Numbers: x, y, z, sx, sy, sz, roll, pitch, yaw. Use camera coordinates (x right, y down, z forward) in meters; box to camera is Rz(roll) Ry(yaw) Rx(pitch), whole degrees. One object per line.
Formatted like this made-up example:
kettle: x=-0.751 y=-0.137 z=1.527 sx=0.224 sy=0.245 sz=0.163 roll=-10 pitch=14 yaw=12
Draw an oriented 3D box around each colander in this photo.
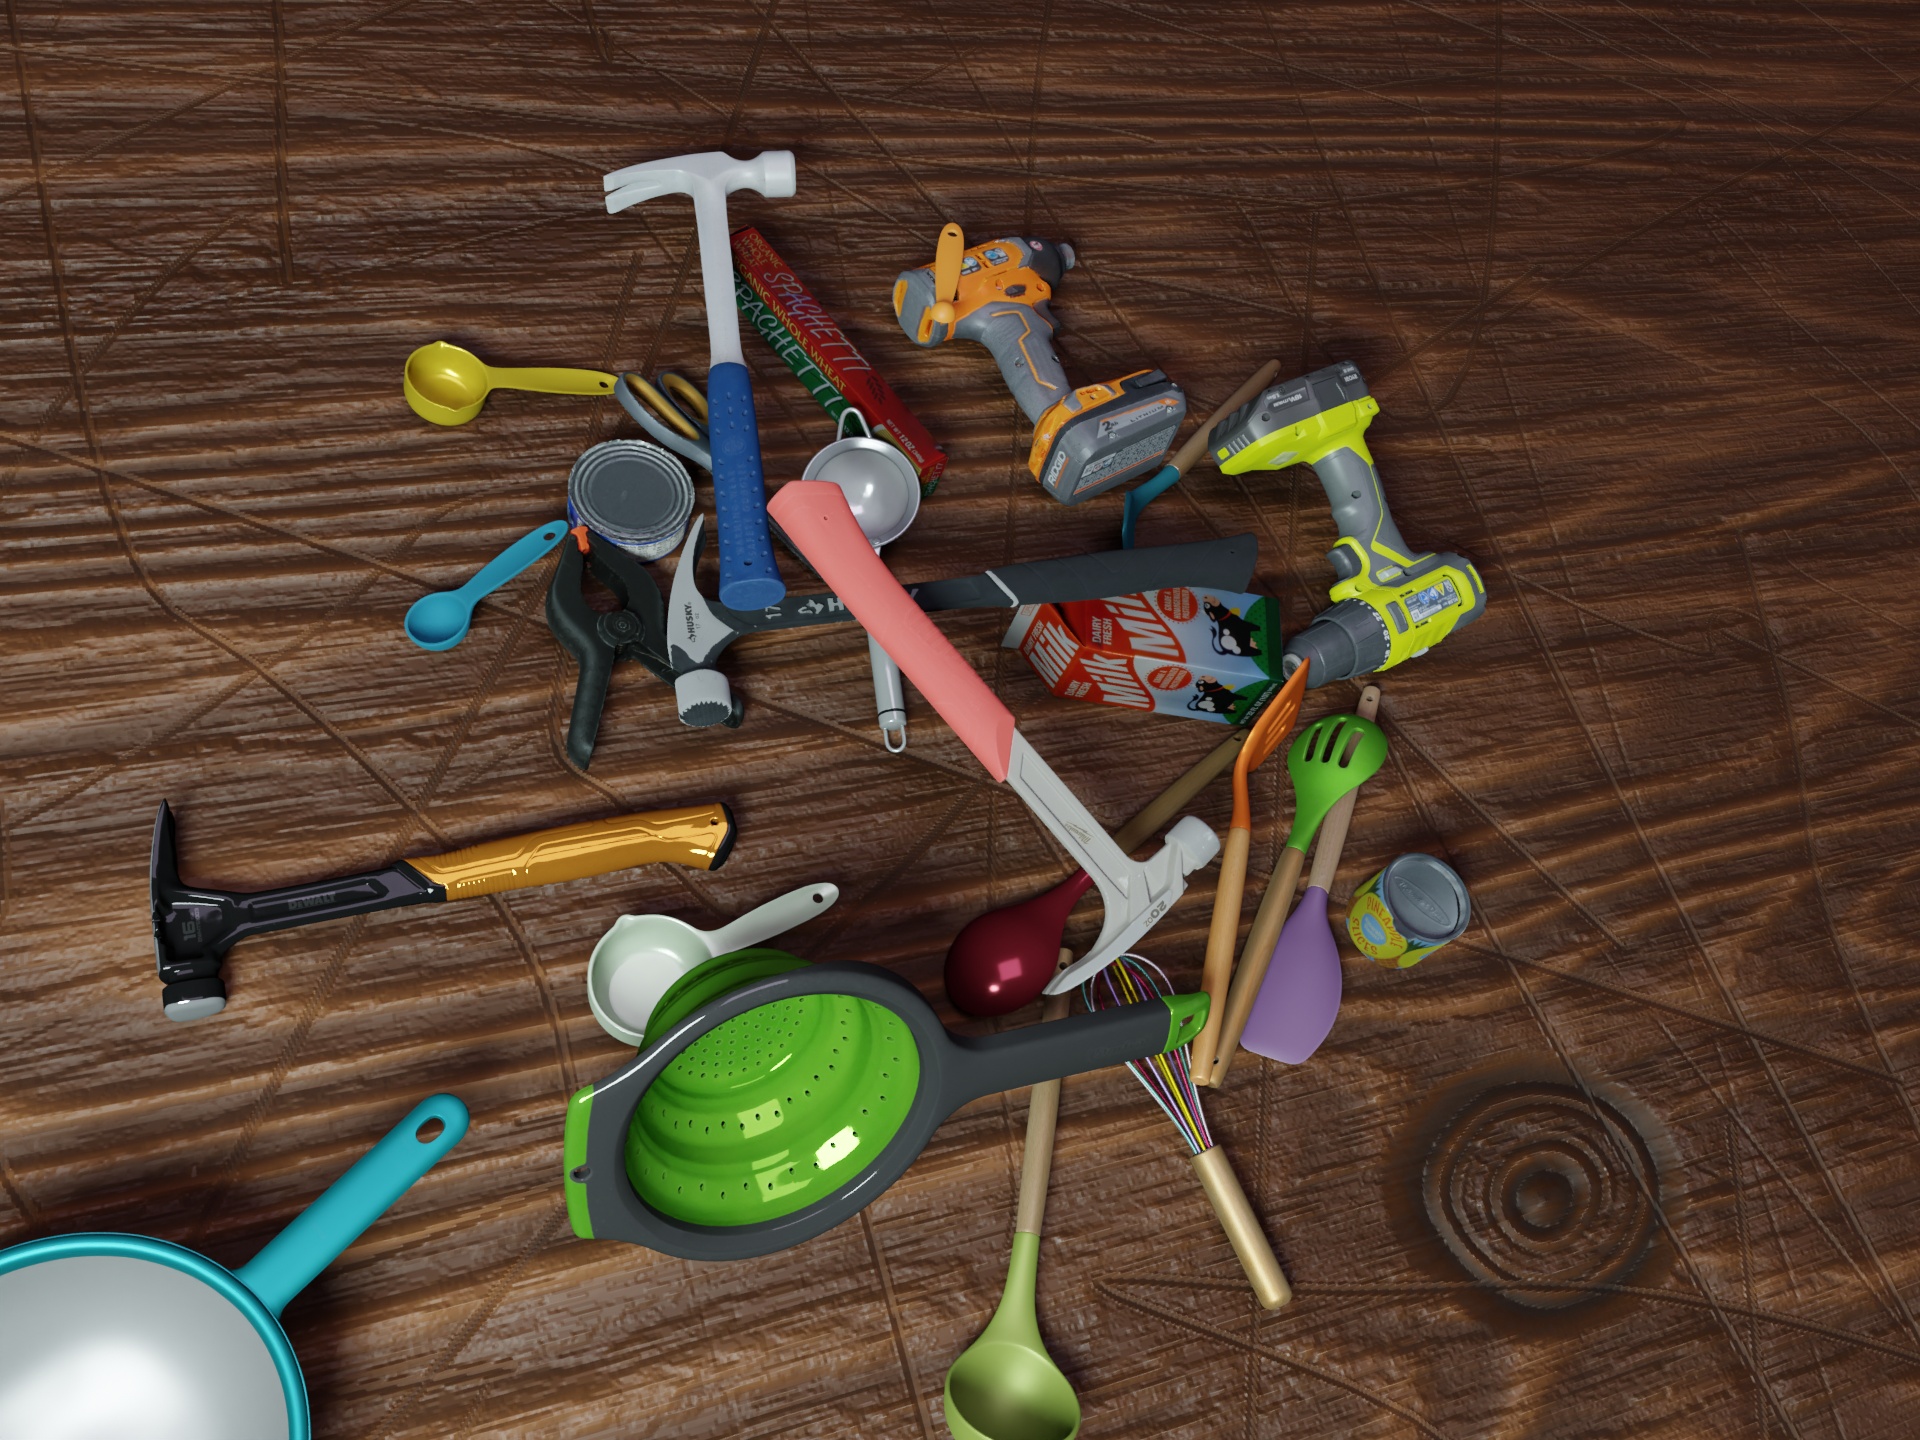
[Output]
colander: x=-0.041 y=0.187 z=0.929 sx=0.397 sy=0.204 sz=0.095 roll=-8 pitch=33 yaw=-24

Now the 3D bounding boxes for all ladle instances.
ladle: x=0.047 y=0.278 z=0.951 sx=0.078 sy=0.062 sz=0.320 roll=14 pitch=57 yaw=-5
ladle: x=0.105 y=0.091 z=1.083 sx=0.069 sy=0.031 sz=0.315 roll=34 pitch=53 yaw=27

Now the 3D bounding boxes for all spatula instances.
spatula: x=0.262 y=0.101 z=1.131 sx=0.060 sy=0.018 sz=0.316 roll=15 pitch=57 yaw=13
spatula: x=0.195 y=0.097 z=1.074 sx=0.041 sy=0.081 sz=0.323 roll=10 pitch=55 yaw=10
spatula: x=0.189 y=-0.204 z=1.257 sx=0.044 sy=0.082 sz=0.317 roll=19 pitch=49 yaw=29

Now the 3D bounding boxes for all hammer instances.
hammer: x=-0.002 y=-0.003 z=1.006 sx=0.149 sy=0.036 sz=0.359 roll=-41 pitch=90 yaw=-16
hammer: x=0.006 y=-0.090 z=1.075 sx=0.409 sy=0.036 sz=0.149 roll=-8 pitch=61 yaw=-9
hammer: x=-0.302 y=0.085 z=0.959 sx=0.336 sy=0.034 sz=0.127 roll=-9 pitch=67 yaw=-21
hammer: x=-0.169 y=-0.252 z=1.114 sx=0.144 sy=0.035 sz=0.406 roll=-5 pitch=60 yaw=-8

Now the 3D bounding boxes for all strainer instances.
strainer: x=-0.377 y=0.318 z=0.778 sx=0.211 sy=0.095 sz=0.340 roll=43 pitch=57 yaw=5
strainer: x=-0.063 y=-0.098 z=1.128 sx=0.087 sy=0.050 sz=0.259 roll=-7 pitch=70 yaw=-5

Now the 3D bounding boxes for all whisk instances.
whisk: x=0.143 y=0.251 z=1.001 sx=0.051 sy=0.047 sz=0.245 roll=-16 pitch=72 yaw=-31

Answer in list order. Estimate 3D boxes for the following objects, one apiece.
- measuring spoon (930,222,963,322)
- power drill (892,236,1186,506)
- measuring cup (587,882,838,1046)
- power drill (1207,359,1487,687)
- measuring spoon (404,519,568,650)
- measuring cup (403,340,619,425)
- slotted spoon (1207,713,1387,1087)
measuring spoon: x=-0.009 y=-0.346 z=1.217 sx=0.021 sy=0.011 sz=0.117 roll=9 pitch=54 yaw=-6
power drill: x=0.073 y=-0.290 z=1.250 sx=0.164 sy=0.084 sz=0.227 roll=-28 pitch=70 yaw=-27
measuring cup: x=-0.149 y=0.142 z=0.974 sx=0.167 sy=0.038 sz=0.083 roll=-24 pitch=72 yaw=-28
power drill: x=0.284 y=-0.144 z=1.217 sx=0.190 sy=0.080 sz=0.228 roll=-24 pitch=86 yaw=-28
measuring spoon: x=-0.307 y=-0.088 z=1.049 sx=0.042 sy=0.021 sz=0.128 roll=38 pitch=66 yaw=22
measuring cup: x=-0.319 y=-0.236 z=1.138 sx=0.156 sy=0.029 sz=0.062 roll=-5 pitch=64 yaw=-32
slotted spoon: x=0.226 y=0.113 z=1.104 sx=0.070 sy=0.031 sz=0.314 roll=8 pitch=56 yaw=32
